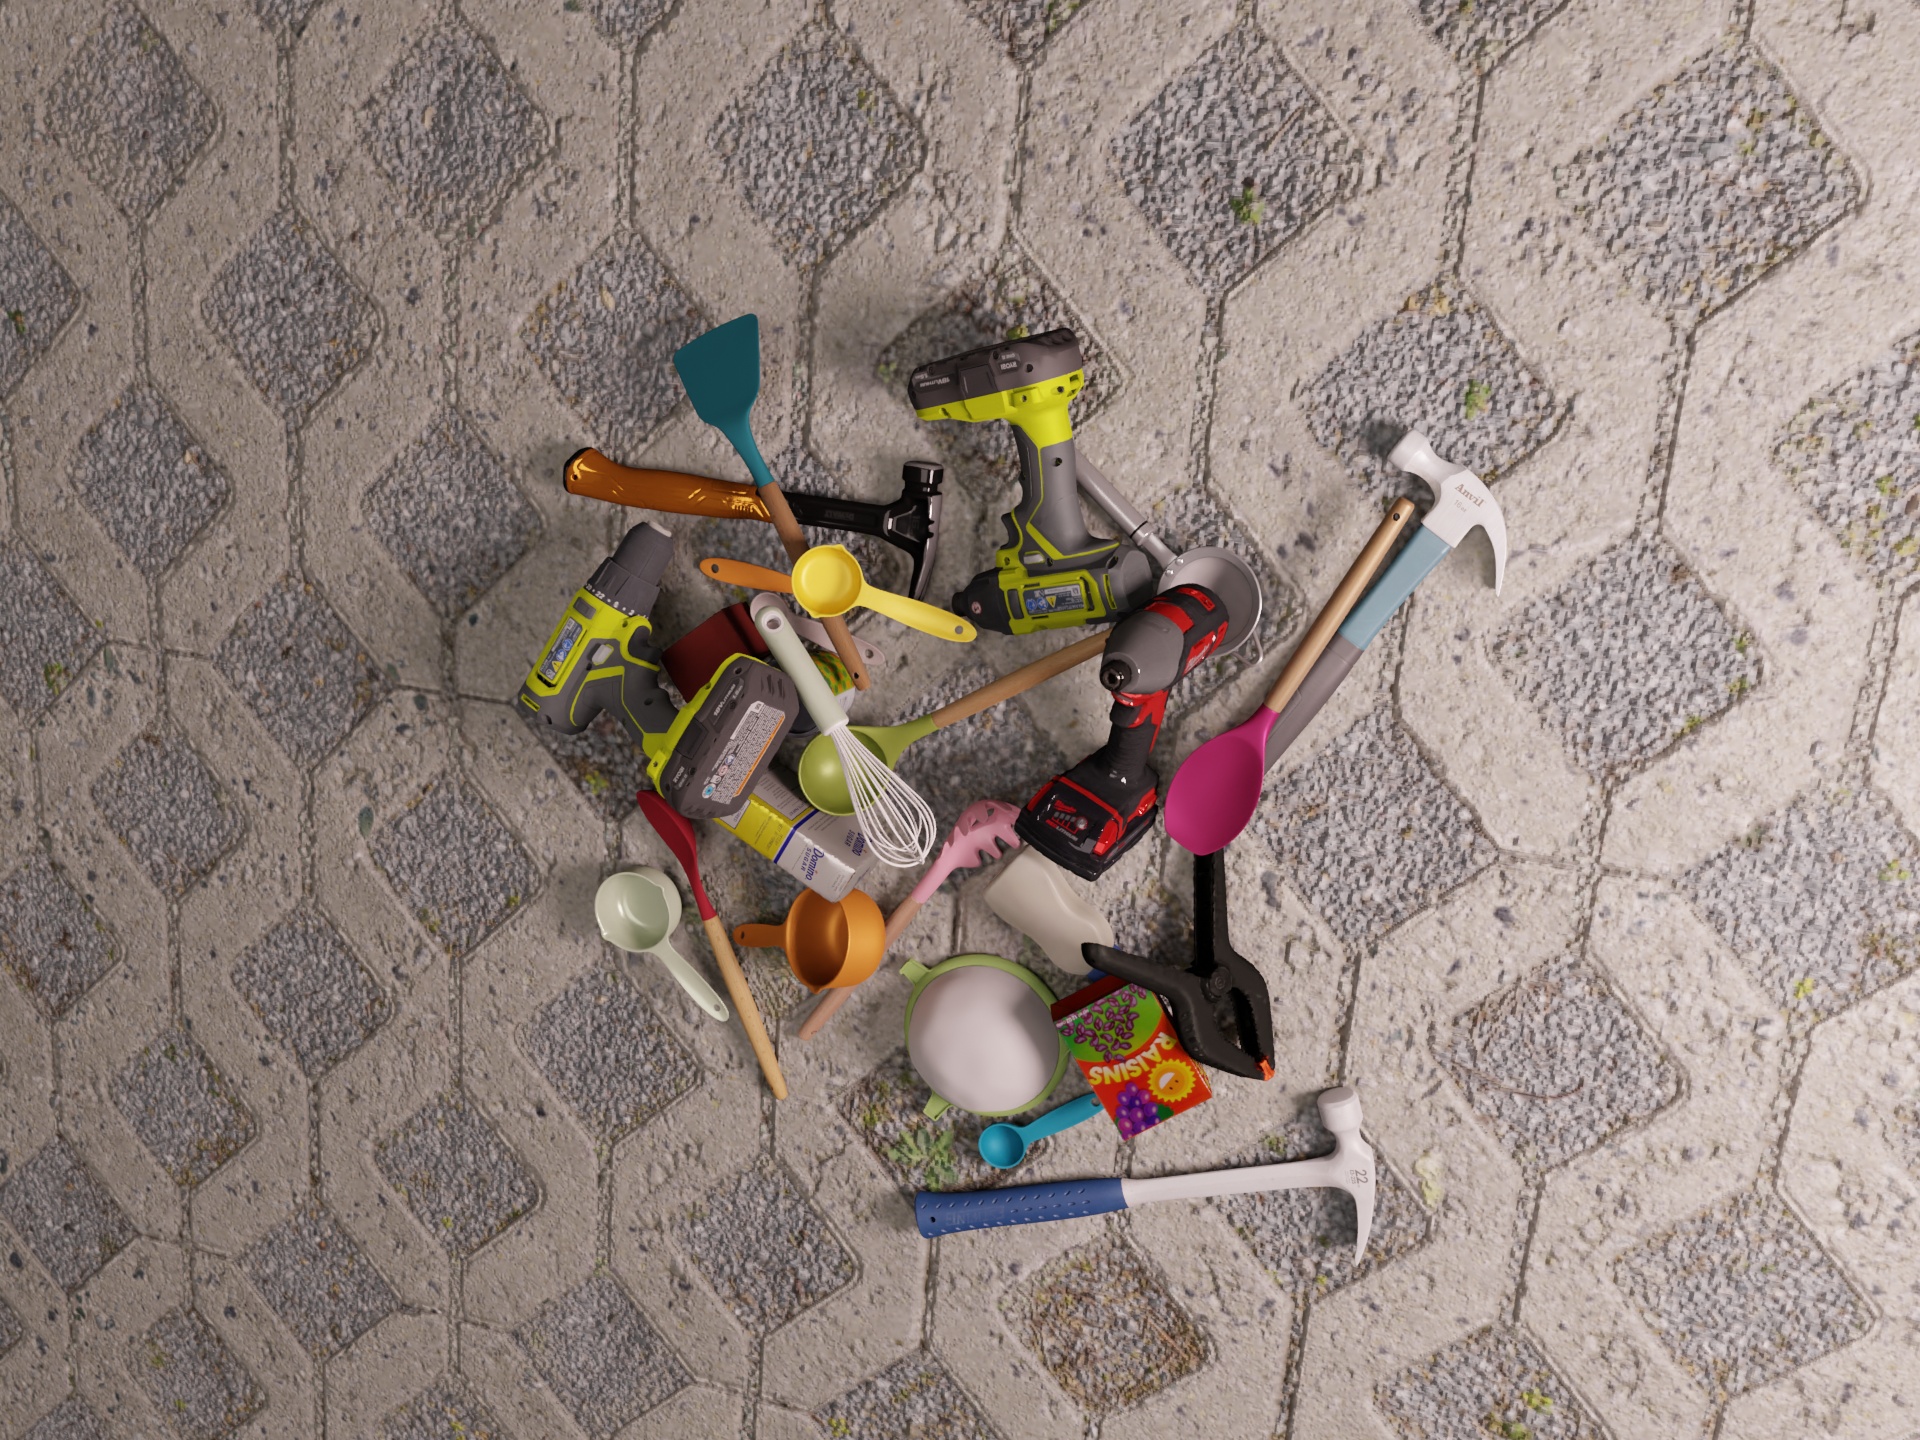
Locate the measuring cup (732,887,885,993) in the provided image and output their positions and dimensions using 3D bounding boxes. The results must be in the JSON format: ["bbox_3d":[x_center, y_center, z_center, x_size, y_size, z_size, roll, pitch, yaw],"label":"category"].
[{"bbox_3d":[-0.133,0.189,1.397,0.174,0.052,0.095,-7,80,48],"label":"measuring cup"}]

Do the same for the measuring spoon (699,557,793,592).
[{"bbox_3d":[-0.171,-0.121,1.359,0.117,0.011,0.021,14,106,14],"label":"measuring spoon"}]

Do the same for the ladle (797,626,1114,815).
[{"bbox_3d":[-0.002,-0.004,1.284,0.320,0.062,0.078,-25,109,31],"label":"ladle"}]

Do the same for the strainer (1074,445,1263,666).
[{"bbox_3d":[0.149,-0.142,1.243,0.258,0.050,0.087,47,115,8],"label":"strainer"}]

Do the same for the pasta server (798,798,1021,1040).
[{"bbox_3d":[-0.049,0.177,1.377,0.316,0.060,0.040,-51,45,23],"label":"pasta server"}]

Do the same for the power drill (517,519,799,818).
[{"bbox_3d":[-0.243,-0.043,1.298,0.229,0.080,0.190,34,95,30],"label":"power drill"}]

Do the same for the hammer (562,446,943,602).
[{"bbox_3d":[-0.181,-0.176,1.338,0.337,0.034,0.127,11,104,14],"label":"hammer"}]

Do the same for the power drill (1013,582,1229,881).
[{"bbox_3d":[0.123,0.008,1.208,0.079,0.143,0.219,32,127,19],"label":"power drill"}]

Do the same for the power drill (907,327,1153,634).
[{"bbox_3d":[0.044,-0.178,1.235,0.171,0.080,0.223,-5,107,36],"label":"power drill"}]

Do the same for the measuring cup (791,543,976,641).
[{"bbox_3d":[-0.061,-0.096,1.282,0.156,0.029,0.062,20,95,-11],"label":"measuring cup"}]

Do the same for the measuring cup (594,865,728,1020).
[{"bbox_3d":[-0.262,0.203,1.449,0.083,0.038,0.167,-40,91,21],"label":"measuring cup"}]

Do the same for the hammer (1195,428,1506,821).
[{"bbox_3d":[0.290,-0.053,1.224,0.128,0.033,0.331,39,110,6],"label":"hammer"}]

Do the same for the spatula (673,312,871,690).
[{"bbox_3d":[-0.142,-0.171,1.298,0.082,0.044,0.317,-22,98,18],"label":"spatula"}]

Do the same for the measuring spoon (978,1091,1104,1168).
[{"bbox_3d":[0.075,0.352,1.395,0.128,0.021,0.042,-28,95,11],"label":"measuring spoon"}]

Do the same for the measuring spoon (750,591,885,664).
[{"bbox_3d":[-0.120,-0.077,1.355,0.124,0.018,0.034,24,114,3],"label":"measuring spoon"}]

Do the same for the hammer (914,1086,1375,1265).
[{"bbox_3d":[0.154,0.412,1.371,0.405,0.035,0.144,-12,98,19],"label":"hammer"}]

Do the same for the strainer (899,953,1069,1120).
[{"bbox_3d":[0.064,0.278,1.349,0.256,0.069,0.151,-5,101,19],"label":"strainer"}]

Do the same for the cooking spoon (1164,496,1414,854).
[{"bbox_3d":[0.252,-0.031,1.214,0.069,0.017,0.318,37,111,18],"label":"cooking spoon"}]

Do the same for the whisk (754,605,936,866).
[{"bbox_3d":[-0.096,0.012,1.285,0.058,0.059,0.246,-31,85,-14],"label":"whisk"}]

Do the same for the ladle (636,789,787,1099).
[{"bbox_3d":[-0.217,0.202,1.436,0.069,0.031,0.315,-3,110,60],"label":"ladle"}]
